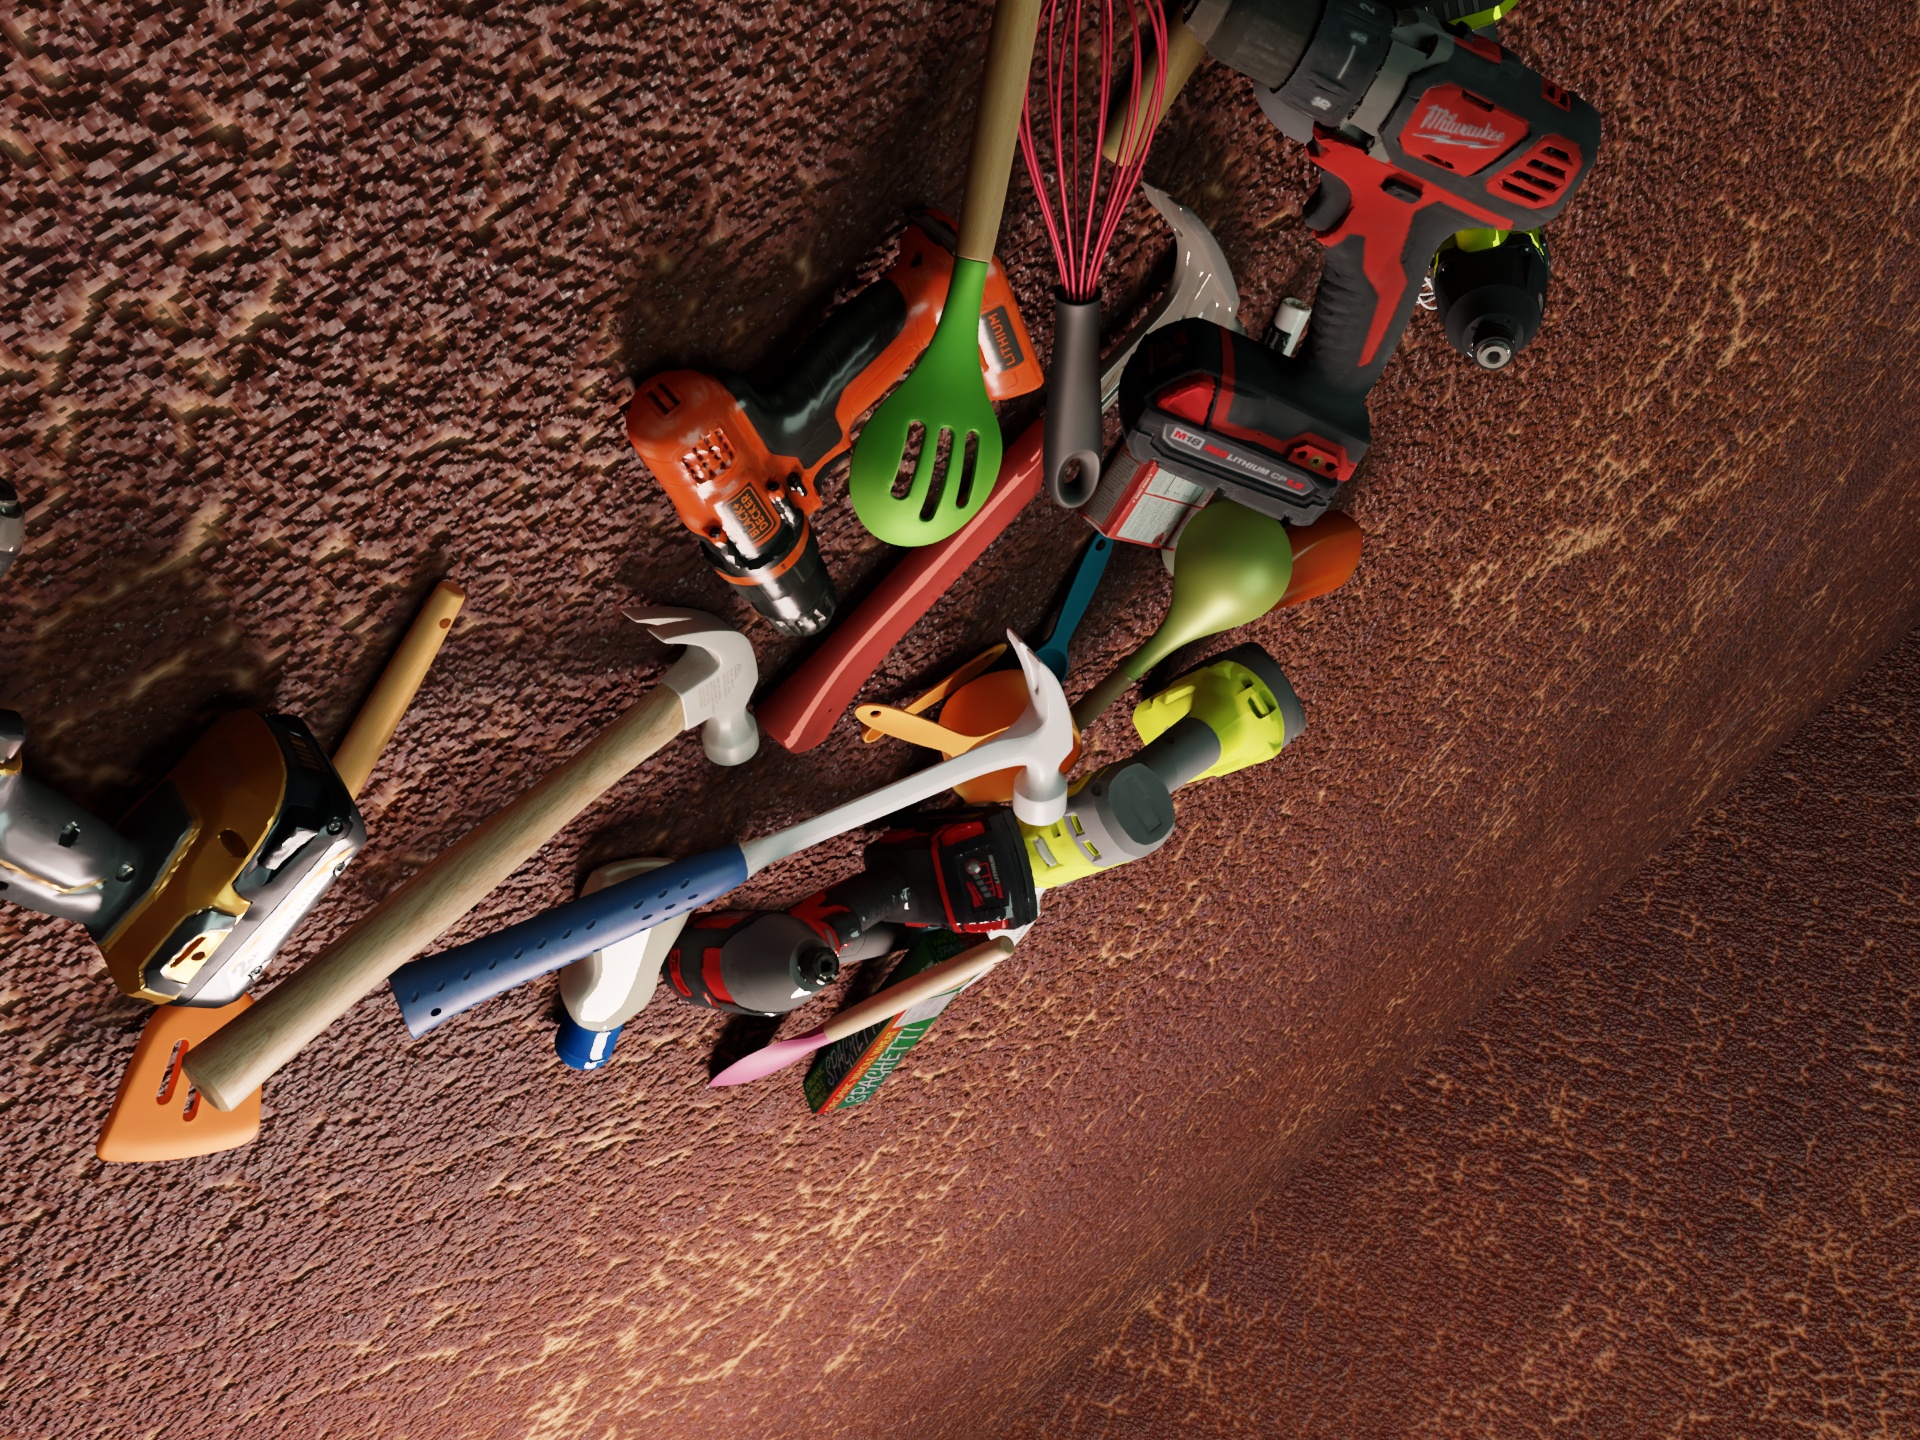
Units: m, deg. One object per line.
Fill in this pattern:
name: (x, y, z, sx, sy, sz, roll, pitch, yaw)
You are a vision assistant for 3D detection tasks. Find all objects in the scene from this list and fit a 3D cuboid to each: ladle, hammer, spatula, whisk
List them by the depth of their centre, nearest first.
whisk: (0.134, -0.367, 0.726, 0.047, 0.051, 0.245, 17, 121, -33)
spatula: (-0.305, 0.074, 0.737, 0.081, 0.041, 0.322, 11, 119, -54)
hammer: (-0.219, 0.057, 0.757, 0.331, 0.031, 0.130, -43, 151, -32)
whisk: (0.058, -0.221, 0.758, 0.073, 0.073, 0.295, -29, 141, -25)
hammer: (0.015, -0.125, 0.879, 0.359, 0.037, 0.149, -46, 150, 3)
hammer: (-0.112, 0.069, 0.880, 0.405, 0.035, 0.144, -22, 138, -21)
whisk: (0.240, -0.304, 0.912, 0.284, 0.070, 0.070, 14, 117, -51)
ladle: (0.095, -0.023, 1.061, 0.078, 0.062, 0.320, 36, 121, -17)
hammer: (-0.054, 0.154, 1.147, 0.330, 0.033, 0.128, 1, 127, -51)

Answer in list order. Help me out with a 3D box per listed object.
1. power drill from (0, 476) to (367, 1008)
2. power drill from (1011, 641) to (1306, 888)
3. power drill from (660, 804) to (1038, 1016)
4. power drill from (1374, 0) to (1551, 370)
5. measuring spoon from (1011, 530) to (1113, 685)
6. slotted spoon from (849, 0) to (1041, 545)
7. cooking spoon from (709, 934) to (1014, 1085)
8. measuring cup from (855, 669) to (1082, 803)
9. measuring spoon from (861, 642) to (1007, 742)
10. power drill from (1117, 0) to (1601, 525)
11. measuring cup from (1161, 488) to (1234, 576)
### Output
power drill: (-0.336, 0.014, 0.591, 0.185, 0.084, 0.226, -50, 145, 7)
power drill: (0.116, 0.042, 1.106, 0.228, 0.080, 0.190, -33, -177, -36)
power drill: (-0.063, 0.121, 0.987, 0.219, 0.143, 0.078, -19, 98, -40)
power drill: (0.251, -0.299, 0.790, 0.223, 0.080, 0.171, 60, 32, -41)
measuring spoon: (0.066, -0.072, 1.031, 0.042, 0.021, 0.128, 8, 113, -41)
slotted spoon: (0.008, -0.222, 0.674, 0.070, 0.031, 0.313, 4, 109, -22)
cooking spoon: (-0.071, 0.201, 1.066, 0.068, 0.017, 0.319, -8, 161, -46)
measuring cup: (-0.002, -0.003, 0.988, 0.173, 0.052, 0.095, 19, 132, -40)
measuring spoon: (-0.017, -0.021, 0.999, 0.117, 0.011, 0.021, -33, 158, -24)
power drill: (0.151, -0.218, 0.729, 0.187, 0.080, 0.226, 21, 130, -12)
measuring cup: (0.196, -0.158, 1.056, 0.167, 0.038, 0.083, -52, 149, 10)
